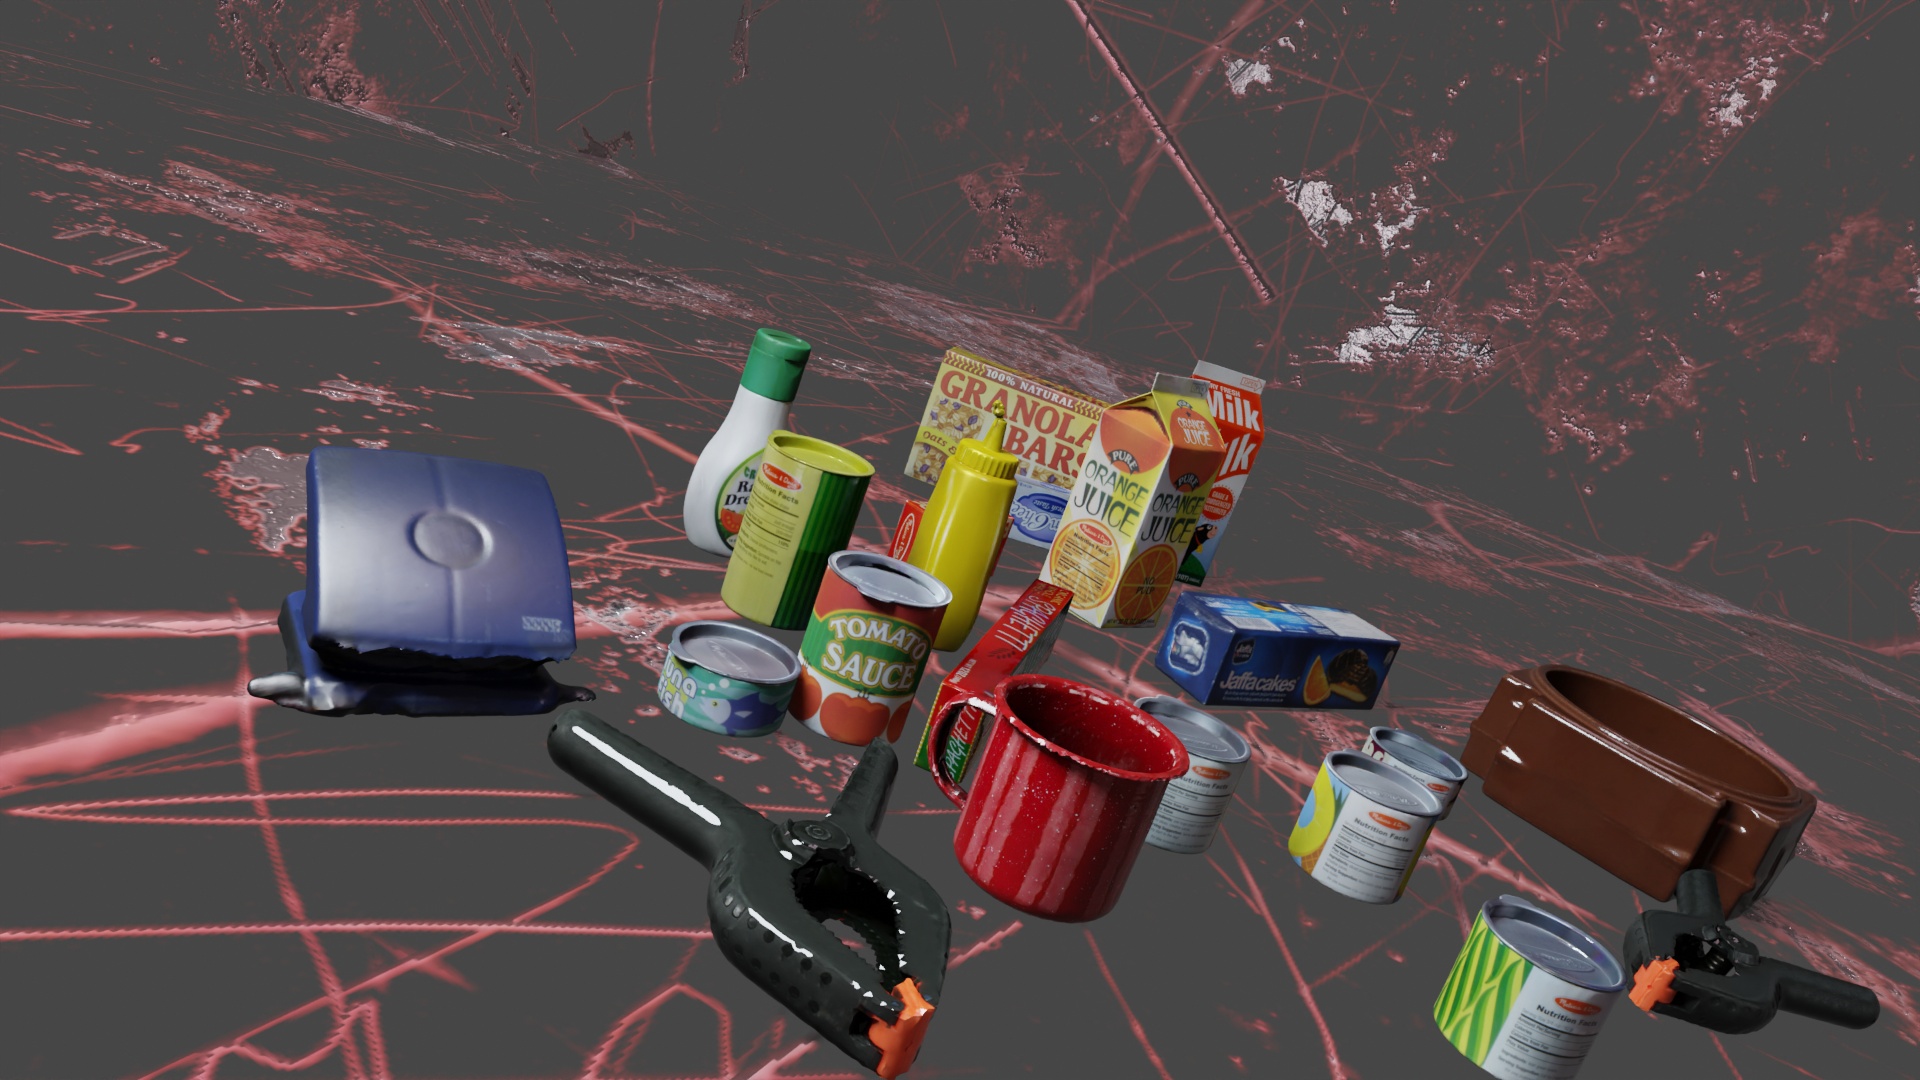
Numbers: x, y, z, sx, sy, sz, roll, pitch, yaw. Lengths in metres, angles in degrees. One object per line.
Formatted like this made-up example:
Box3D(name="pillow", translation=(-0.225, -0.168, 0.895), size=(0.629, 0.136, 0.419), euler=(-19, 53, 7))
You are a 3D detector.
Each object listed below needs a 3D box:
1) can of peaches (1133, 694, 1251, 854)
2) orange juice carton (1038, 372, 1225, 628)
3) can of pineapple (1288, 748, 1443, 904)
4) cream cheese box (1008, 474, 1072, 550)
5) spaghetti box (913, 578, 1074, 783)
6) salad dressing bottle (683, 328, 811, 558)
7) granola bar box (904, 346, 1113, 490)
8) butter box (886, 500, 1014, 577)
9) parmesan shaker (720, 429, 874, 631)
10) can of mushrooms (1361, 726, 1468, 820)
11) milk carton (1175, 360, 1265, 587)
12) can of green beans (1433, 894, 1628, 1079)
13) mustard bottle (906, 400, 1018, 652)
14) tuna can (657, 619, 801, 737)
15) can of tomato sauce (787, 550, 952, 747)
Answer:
Box3D(name="can of peaches", translation=(0.112, 0.123, 0.737), size=(0.071, 0.058, 0.071), euler=(18, 15, -5))
Box3D(name="orange juice carton", translation=(0.134, -0.033, 1.046), size=(0.072, 0.192, 0.073), euler=(3, 22, -47))
Box3D(name="can of pineapple", translation=(0.220, 0.155, 0.758), size=(0.071, 0.057, 0.071), euler=(18, 15, -5))
Box3D(name="cream cheese box", translation=(0.072, -0.021, 1.190), size=(0.104, 0.053, 0.024), euler=(16, 15, -14))
Box3D(name="spaghetti box", translation=(0.026, 0.074, 0.814), size=(0.029, 0.050, 0.251), euler=(22, 16, 9))
Box3D(name="salad dressing bottle", translation=(-0.136, -0.063, 0.902), size=(0.044, 0.147, 0.064), euler=(31, 19, 38))
Box3D(name="granola bar box", translation=(0.048, -0.090, 1.261), size=(0.166, 0.123, 0.039), euler=(22, 15, 7))
Box3D(name="butter box", translation=(-0.007, 0.000, 1.021), size=(0.024, 0.053, 0.104), euler=(31, 19, 37))
Box3D(name="parmesan shaker", translation=(-0.100, -0.006, 0.836), size=(0.071, 0.102, 0.071), euler=(18, 15, -5))
Box3D(name="can of mushrooms", translation=(0.293, 0.151, 0.907), size=(0.071, 0.033, 0.071), euler=(18, 15, -5))
Box3D(name="milk carton", translation=(0.207, -0.063, 1.240), size=(0.072, 0.190, 0.073), euler=(14, 16, -20))
Box3D(name="can of green beans", translation=(0.257, 0.206, 0.630), size=(0.071, 0.057, 0.071), euler=(18, 15, -5))
Box3D(name="mustard bottle", translation=(0.003, -0.011, 0.871), size=(0.049, 0.159, 0.065), euler=(15, 16, -16))
Box3D(name="tuna can", translation=(-0.117, 0.069, 0.691), size=(0.071, 0.032, 0.071), euler=(18, 15, -5))
Box3D(name="can of tomato sauce", translation=(-0.049, 0.057, 0.721), size=(0.071, 0.083, 0.071), euler=(18, 15, -5))
